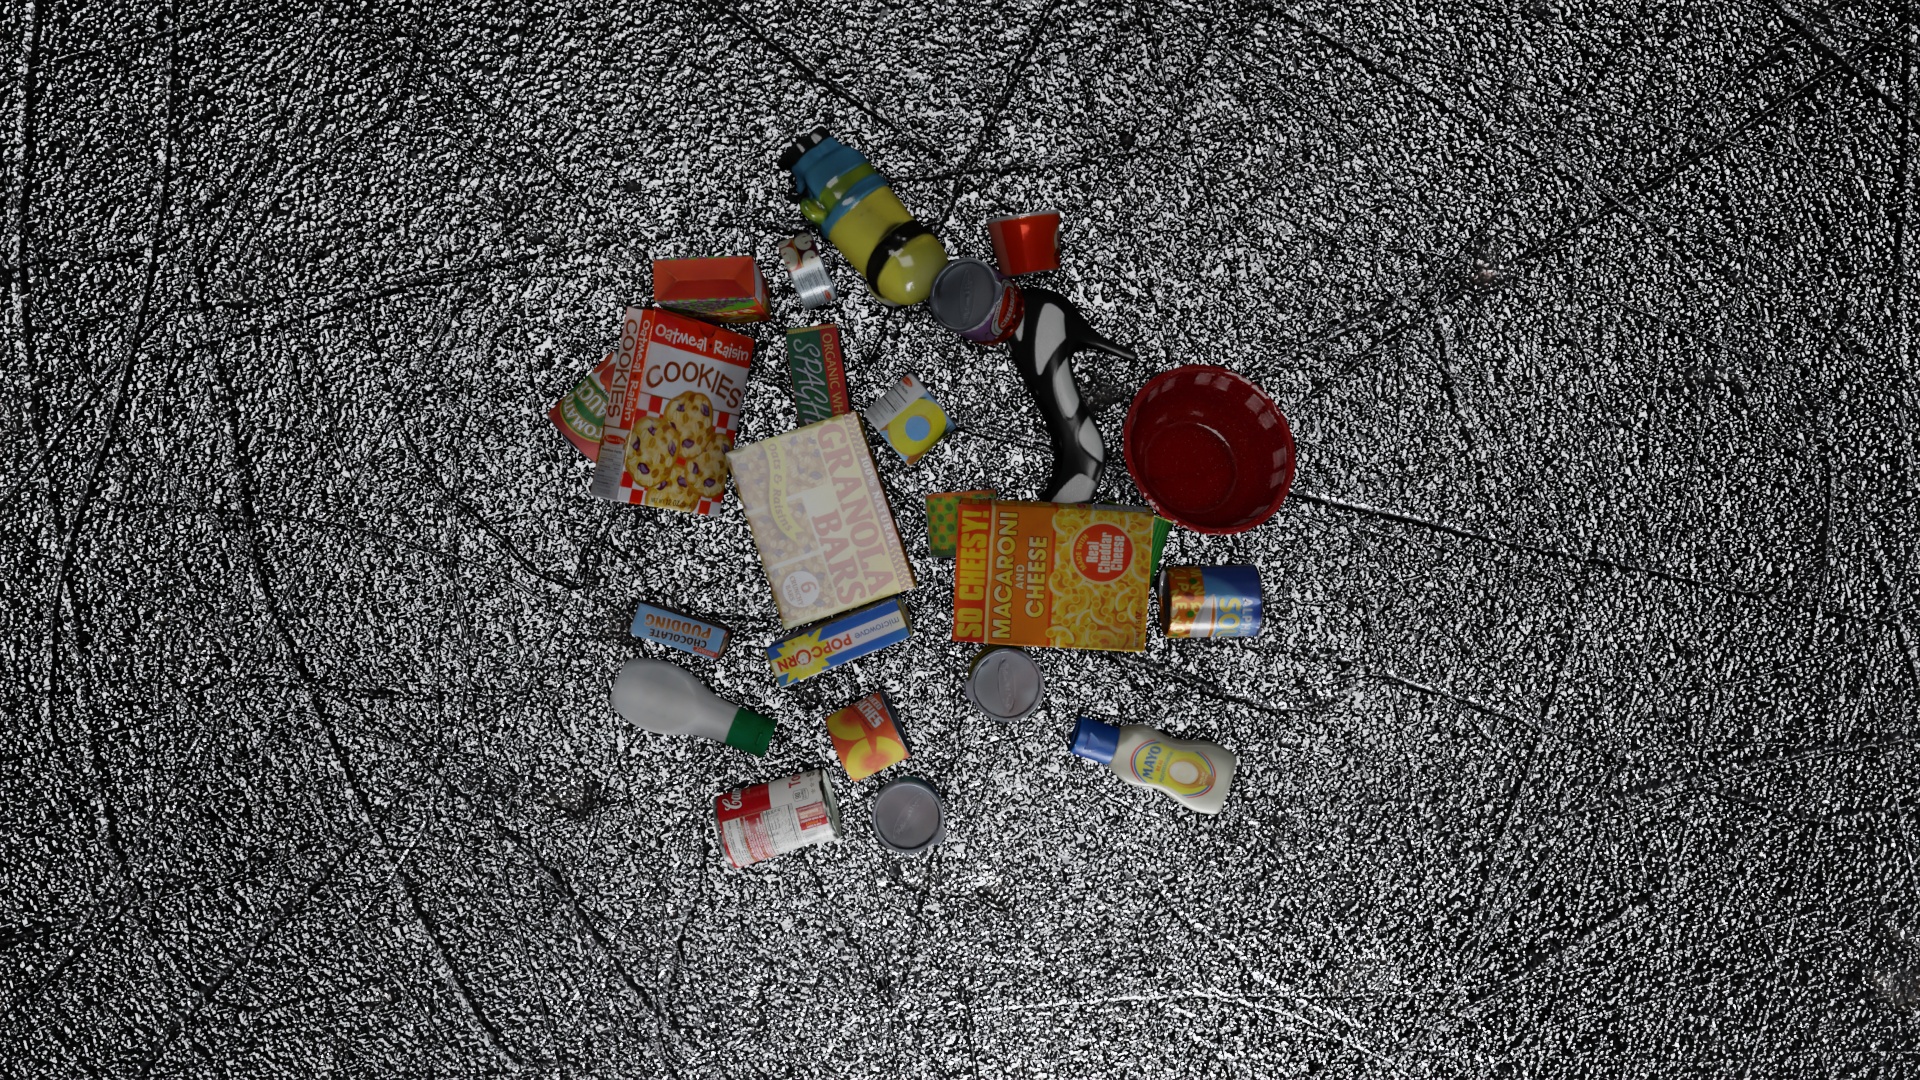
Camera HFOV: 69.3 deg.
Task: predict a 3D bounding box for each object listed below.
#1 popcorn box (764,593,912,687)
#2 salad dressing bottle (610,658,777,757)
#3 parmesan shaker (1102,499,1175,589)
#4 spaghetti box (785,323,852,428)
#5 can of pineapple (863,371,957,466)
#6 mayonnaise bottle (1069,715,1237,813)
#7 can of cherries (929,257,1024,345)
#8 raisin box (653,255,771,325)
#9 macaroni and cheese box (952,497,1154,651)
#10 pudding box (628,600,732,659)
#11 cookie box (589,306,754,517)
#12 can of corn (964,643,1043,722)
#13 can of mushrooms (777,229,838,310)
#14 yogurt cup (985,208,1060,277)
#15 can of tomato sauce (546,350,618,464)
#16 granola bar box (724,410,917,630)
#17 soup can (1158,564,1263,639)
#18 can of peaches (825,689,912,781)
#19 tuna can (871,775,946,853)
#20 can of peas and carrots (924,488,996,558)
[{"bbox_3d":[-0.107,0.088,1.246,0.127,0.085,0.038,-21,93,-1],"label":"popcorn box"},{"bbox_3d":[-0.242,0.155,1.265,0.148,0.044,0.064,22,89,-3],"label":"salad dressing bottle"},{"bbox_3d":[0.147,0.022,1.260,0.071,0.071,0.103,18,90,-2],"label":"parmesan shaker"},{"bbox_3d":[-0.117,-0.072,1.271,0.050,0.028,0.250,-9,91,-1],"label":"spaghetti box"},{"bbox_3d":[-0.044,-0.108,1.255,0.058,0.071,0.071,-40,92,0],"label":"can of pineapple"},{"bbox_3d":[0.175,0.201,1.278,0.148,0.041,0.064,18,92,-3],"label":"mayonnaise bottle"},{"bbox_3d":[0.017,-0.209,1.222,0.071,0.058,0.071,-4,82,27],"label":"can of cherries"},{"bbox_3d":[-0.215,-0.218,1.218,0.086,0.123,0.040,-3,90,-2],"label":"raisin box"},{"bbox_3d":[0.079,0.029,1.204,0.166,0.040,0.123,3,99,1],"label":"macaroni and cheese box"},{"bbox_3d":[-0.253,0.081,1.259,0.084,0.049,0.030,18,90,-2],"label":"pudding box"},{"bbox_3d":[-0.250,-0.111,1.221,0.040,0.123,0.167,12,91,35],"label":"cookie box"},{"bbox_3d":[0.038,0.128,1.264,0.071,0.058,0.071,0,92,-2],"label":"can of corn"},{"bbox_3d":[-0.137,-0.244,1.250,0.033,0.071,0.071,-23,92,0],"label":"can of mushrooms"},{"bbox_3d":[0.060,-0.268,1.256,0.072,0.072,0.054,-9,100,-1],"label":"yogurt cup"},{"bbox_3d":[-0.317,-0.119,1.243,0.083,0.071,0.071,-44,92,-1],"label":"can of tomato sauce"},{"bbox_3d":[-0.123,-0.018,1.237,0.124,0.039,0.165,-19,91,1],"label":"granola bar box"},{"bbox_3d":[0.227,0.058,1.263,0.084,0.071,0.071,-2,91,-1],"label":"soup can"},{"bbox_3d":[-0.084,0.175,1.257,0.058,0.071,0.071,-25,92,0],"label":"can of peaches"},{"bbox_3d":[-0.046,0.253,1.277,0.071,0.033,0.071,0,91,-2],"label":"tuna can"},{"bbox_3d":[0.004,-0.016,1.256,0.071,0.071,0.058,-6,91,-1],"label":"can of peas and carrots"}]
